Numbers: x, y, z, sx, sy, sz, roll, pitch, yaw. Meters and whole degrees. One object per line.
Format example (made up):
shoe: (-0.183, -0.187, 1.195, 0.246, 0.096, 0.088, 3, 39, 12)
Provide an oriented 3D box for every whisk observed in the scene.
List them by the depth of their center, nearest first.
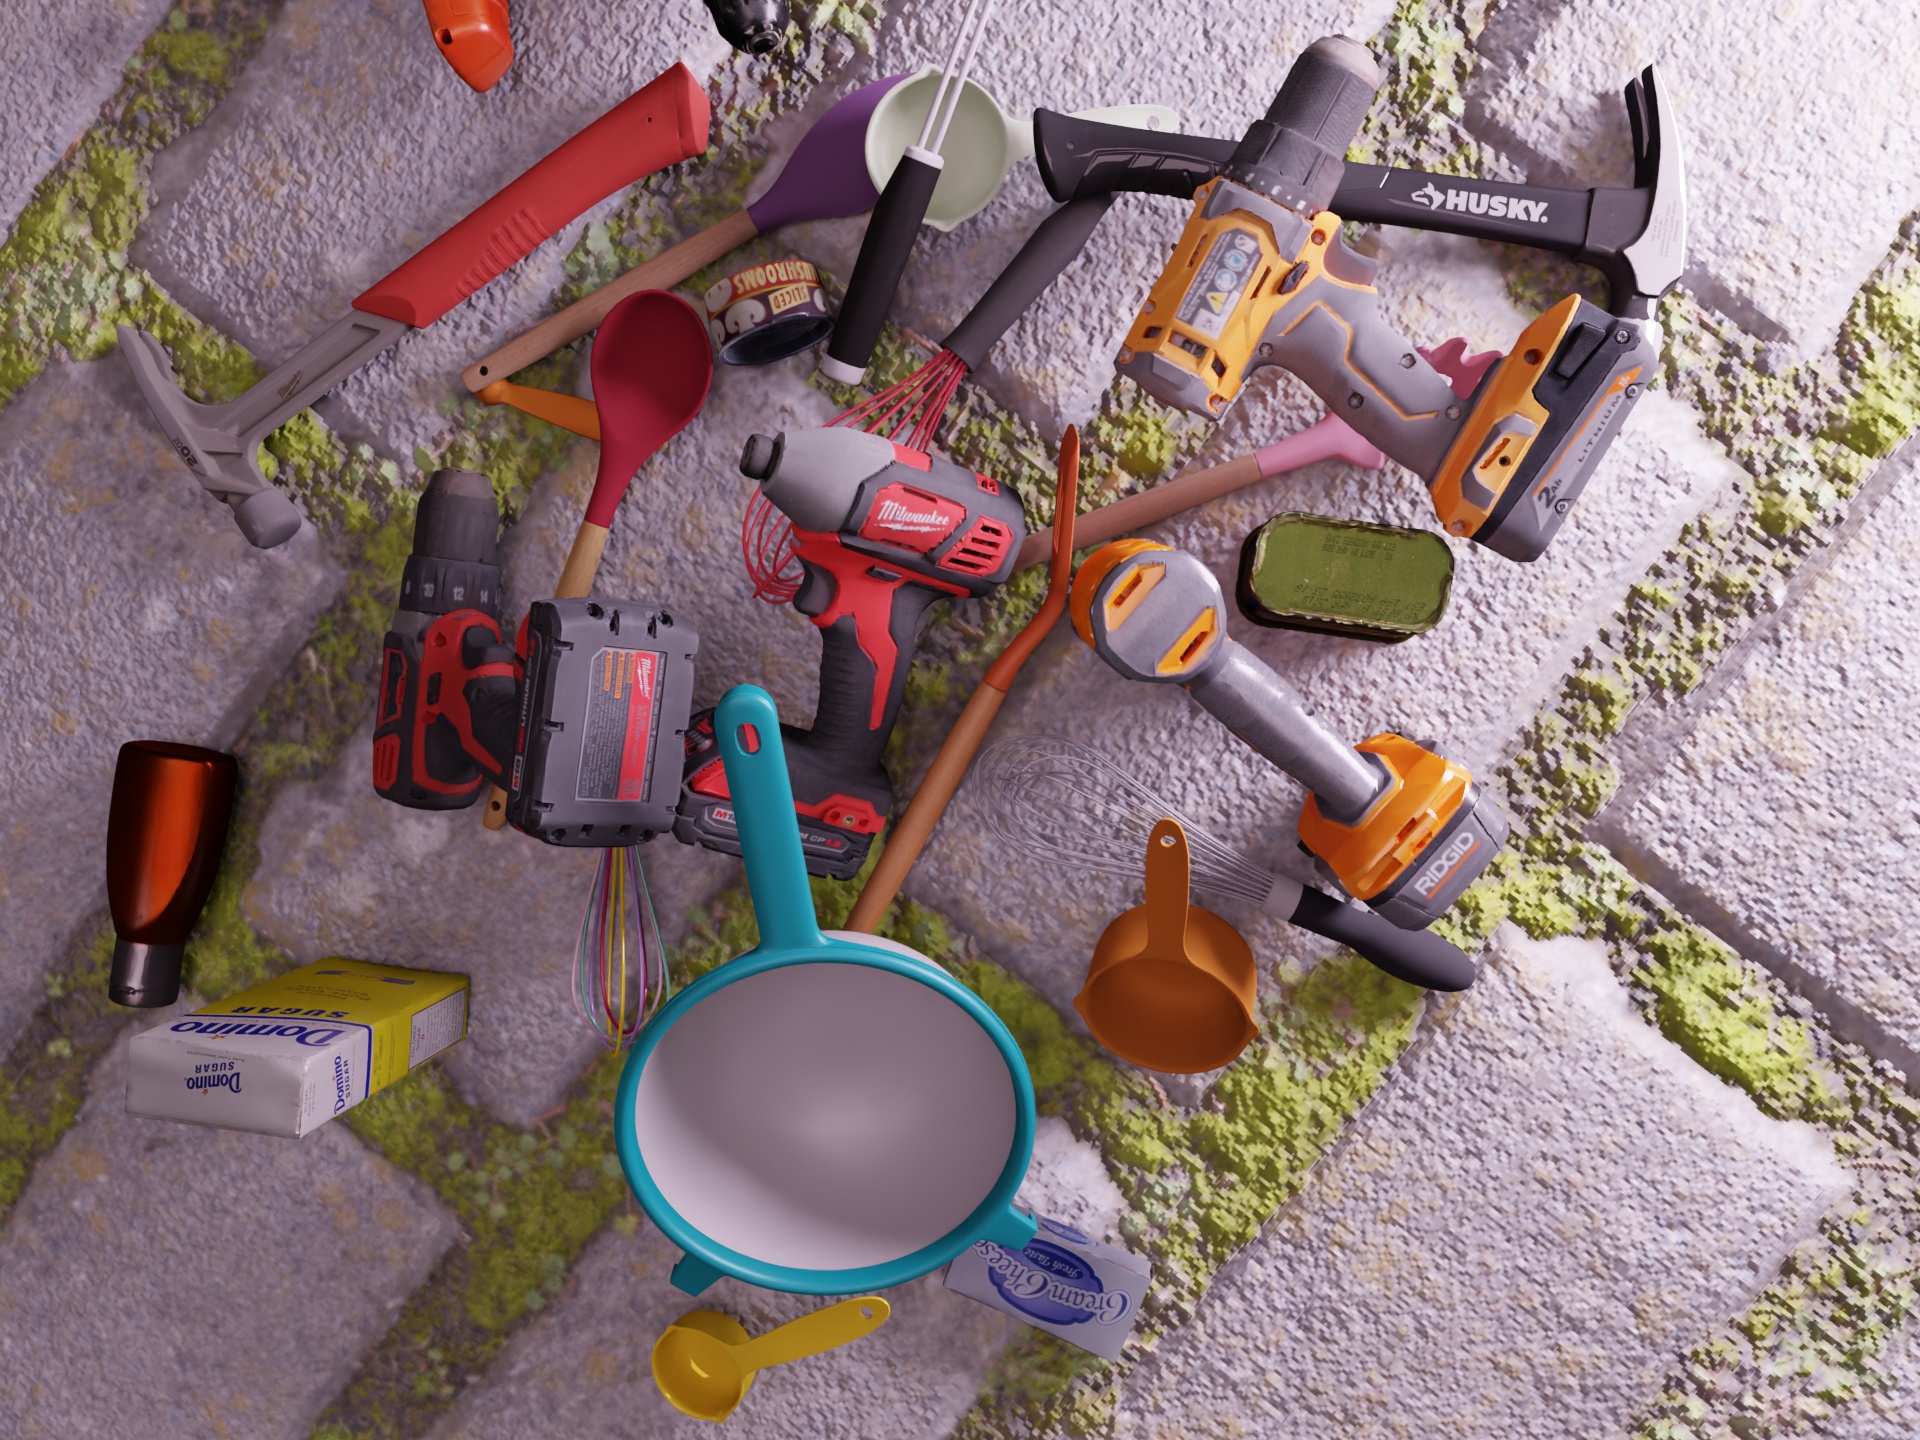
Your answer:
whisk: (0.139, 0.079, 0.836, 0.284, 0.070, 0.070, 23, 94, 1)
whisk: (-0.015, -0.178, 0.846, 0.073, 0.073, 0.296, 41, 91, 4)
whisk: (-0.187, 0.064, 0.881, 0.051, 0.047, 0.245, 0, 88, 8)

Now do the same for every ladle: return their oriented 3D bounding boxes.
ladle: (-0.210, -0.084, 0.883, 0.069, 0.031, 0.315, 22, 98, 5)

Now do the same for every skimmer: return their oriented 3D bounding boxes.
skimmer: (0.019, -0.324, 0.767, 0.090, 0.127, 0.363, 43, 117, 42)

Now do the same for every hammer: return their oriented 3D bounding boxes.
hammer: (0.201, -0.276, 0.811, 0.335, 0.035, 0.146, 8, 92, 0)
hammer: (-0.296, -0.255, 0.888, 0.359, 0.036, 0.149, -34, 87, 7)

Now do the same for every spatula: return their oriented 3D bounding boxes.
spatula: (-0.001, -0.003, 0.840, 0.041, 0.081, 0.322, 27, 105, -8)
spatula: (-0.137, -0.264, 0.874, 0.316, 0.018, 0.060, -29, 94, 4)

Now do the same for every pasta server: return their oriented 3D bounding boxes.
pasta server: (0.131, -0.124, 0.839, 0.316, 0.040, 0.060, -20, 99, 8)

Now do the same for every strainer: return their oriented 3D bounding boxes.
strainer: (-0.078, 0.130, 0.811, 0.211, 0.095, 0.340, -8, 111, 1)

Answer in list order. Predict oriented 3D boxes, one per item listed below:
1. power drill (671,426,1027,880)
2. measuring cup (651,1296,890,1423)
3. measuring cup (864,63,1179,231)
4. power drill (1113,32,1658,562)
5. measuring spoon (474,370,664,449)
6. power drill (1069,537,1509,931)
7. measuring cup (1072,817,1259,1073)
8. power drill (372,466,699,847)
power drill: (-0.071, -0.039, 0.801, 0.143, 0.079, 0.219, 17, 109, -24)
measuring cup: (-0.099, 0.335, 0.867, 0.156, 0.029, 0.062, -26, 93, 21)
measuring cup: (0.031, -0.309, 0.847, 0.167, 0.038, 0.083, -9, 109, -5)
power drill: (0.211, -0.199, 0.760, 0.226, 0.084, 0.185, 29, 104, 6)
measuring spoon: (-0.221, -0.173, 0.893, 0.117, 0.011, 0.021, 18, 94, 6)
power drill: (0.148, -0.006, 0.793, 0.226, 0.164, 0.084, 40, 96, -8)
measuring cup: (0.107, 0.102, 0.801, 0.095, 0.052, 0.173, 6, 128, 14)
power drill: (-0.231, -0.034, 0.820, 0.227, 0.080, 0.188, 11, 95, 47)
